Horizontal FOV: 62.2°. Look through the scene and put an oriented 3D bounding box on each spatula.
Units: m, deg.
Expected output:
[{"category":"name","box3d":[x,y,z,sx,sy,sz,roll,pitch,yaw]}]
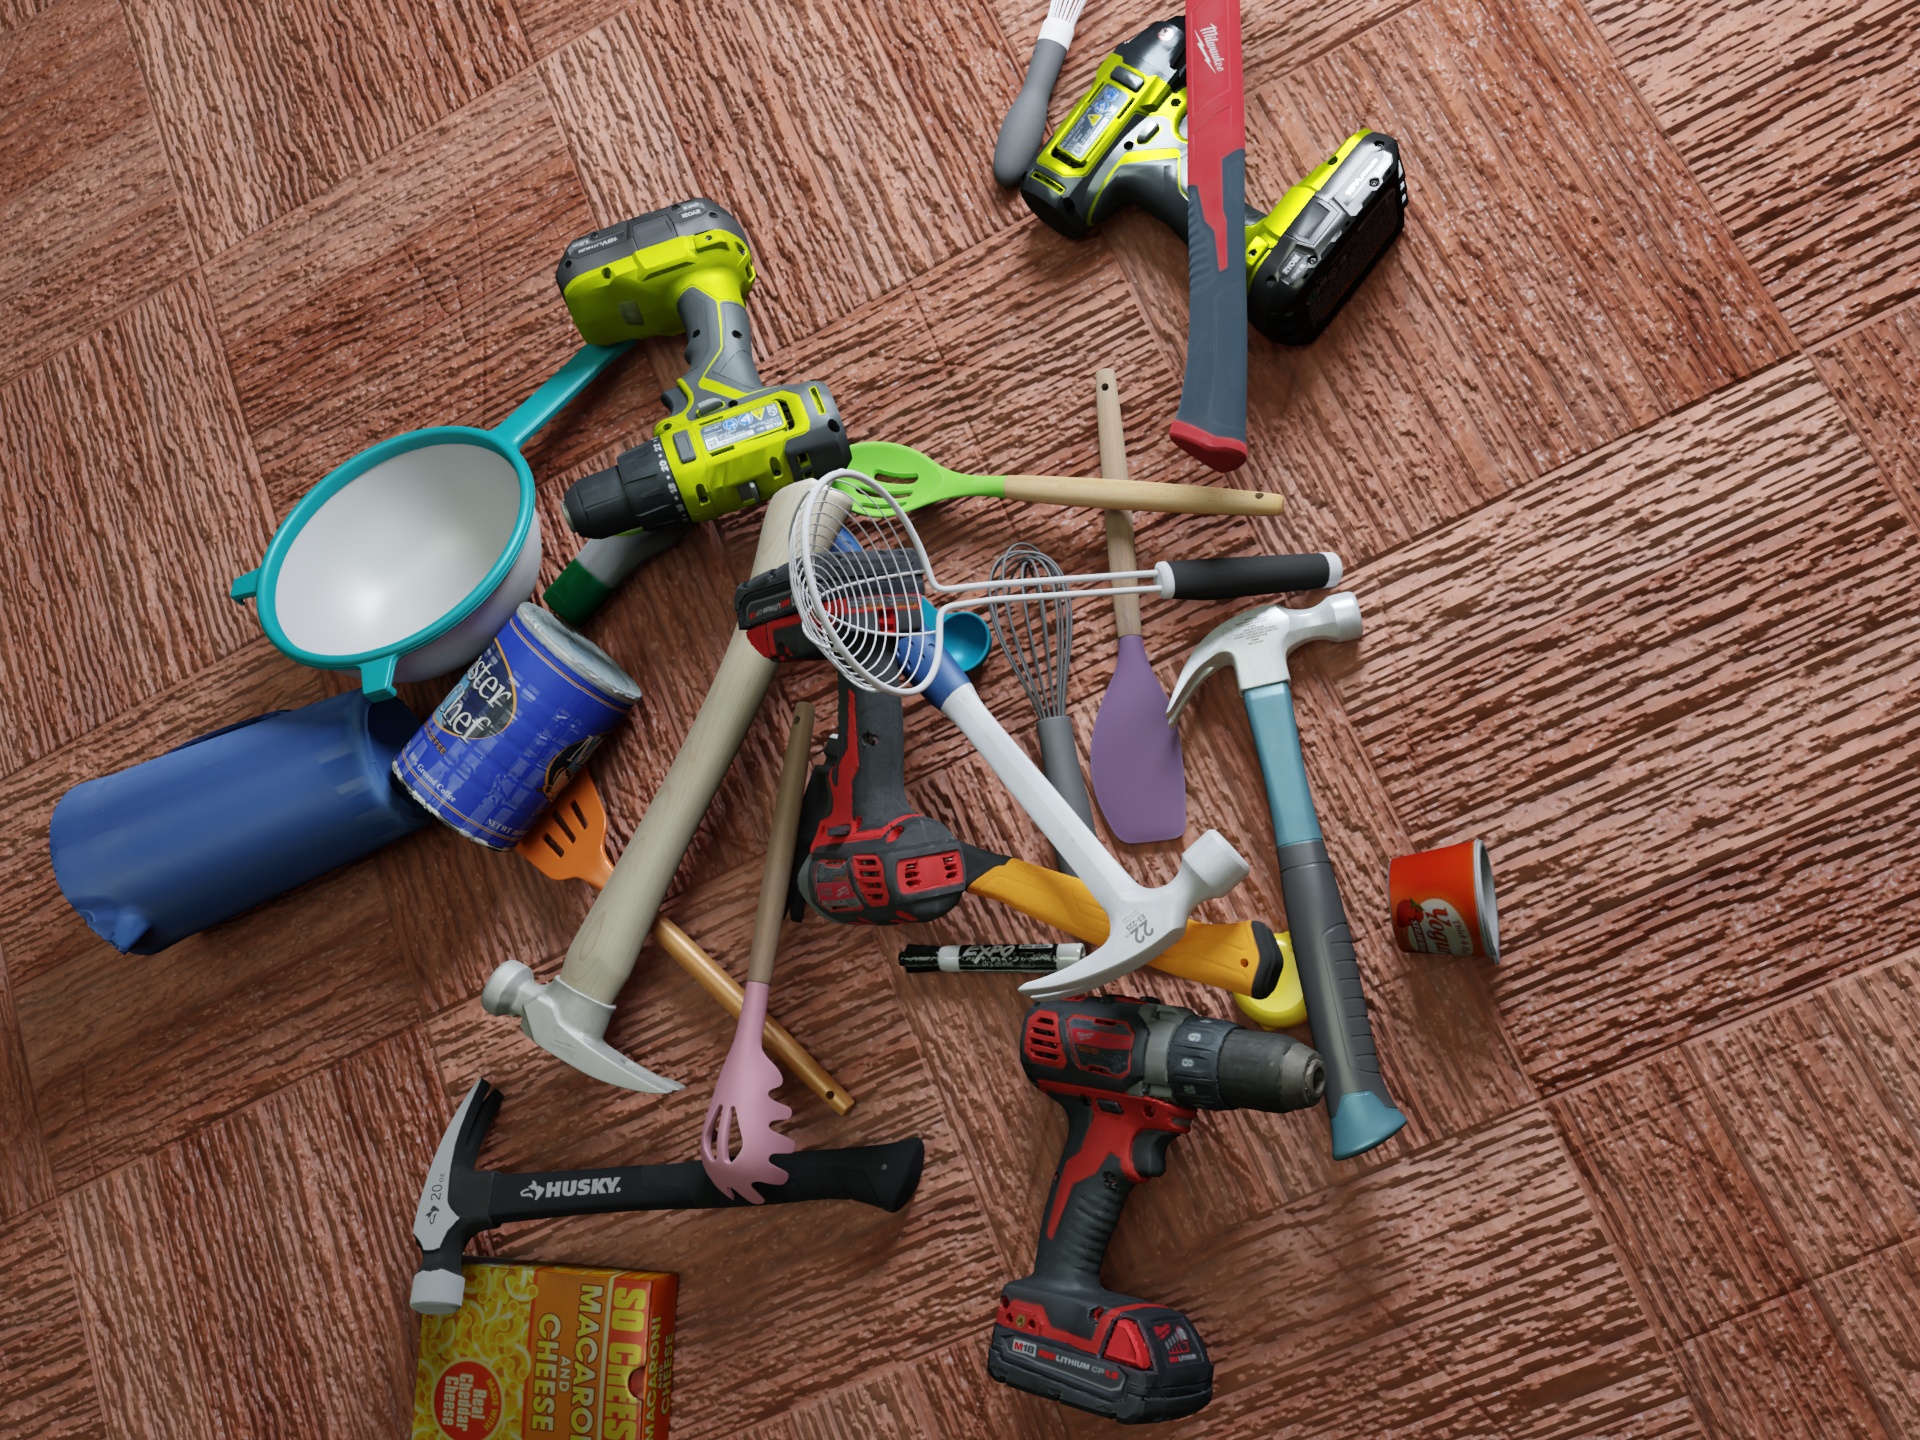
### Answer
[{"category":"spatula","box3d":[-0.187,0.150,1.072,0.323,0.041,0.081,41,92,15]},{"category":"spatula","box3d":[0.105,-0.078,1.030,0.060,0.018,0.316,-7,78,16]}]

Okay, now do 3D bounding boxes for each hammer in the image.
[{"category":"hammer","box3d":[0.171,-0.337,0.970,0.143,0.038,0.386,-4,74,19]},{"category":"hammer","box3d":[0.205,0.087,0.937,0.128,0.033,0.331,-12,69,9]},{"category":"hammer","box3d":[-0.164,0.038,1.037,0.146,0.038,0.410,26,91,14]},{"category":"hammer","box3d":[0.034,0.109,0.974,0.337,0.034,0.127,16,84,30]},{"category":"hammer","box3d":[-0.002,-0.003,0.991,0.144,0.035,0.406,-42,58,4]},{"category":"hammer","box3d":[-0.187,0.294,1.023,0.335,0.035,0.146,-7,57,10]}]

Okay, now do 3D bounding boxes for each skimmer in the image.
[{"category":"skimmer","box3d":[0.074,-0.085,0.904,0.363,0.090,0.127,-5,77,-21]}]

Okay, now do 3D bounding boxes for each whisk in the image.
[{"category":"whisk","box3d":[0.058,0.001,1.015,0.055,0.055,0.239,-13,80,14]},{"category":"whisk","box3d":[0.076,-0.506,1.106,0.070,0.070,0.284,20,91,19]}]

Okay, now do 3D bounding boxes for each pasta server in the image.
[{"category":"pasta server","box3d":[-0.120,0.142,1.011,0.060,0.040,0.316,-1,71,27]}]

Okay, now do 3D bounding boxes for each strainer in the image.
[{"category":"strainer","box3d":[-0.340,-0.148,1.148,0.211,0.095,0.340,28,68,32]}]

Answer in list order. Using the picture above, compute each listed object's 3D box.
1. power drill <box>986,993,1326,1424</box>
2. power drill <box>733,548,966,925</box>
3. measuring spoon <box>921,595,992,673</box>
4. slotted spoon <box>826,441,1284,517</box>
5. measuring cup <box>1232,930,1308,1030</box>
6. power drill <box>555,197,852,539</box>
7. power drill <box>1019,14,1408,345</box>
[{"category":"power drill","box3d":[0.110,0.273,0.906,0.188,0.080,0.227,0,76,38]},{"category":"power drill","box3d":[-0.068,0.015,0.961,0.143,0.078,0.220,-14,84,55]},{"category":"measuring spoon","box3d":[-0.026,-0.073,1.073,0.129,0.021,0.042,39,93,29]},{"category":"slotted spoon","box3d":[0.054,-0.149,1.037,0.314,0.031,0.070,7,53,22]},{"category":"measuring cup","box3d":[0.144,0.144,0.967,0.156,0.029,0.062,14,84,16]},{"category":"power drill","box3d":[-0.197,-0.233,1.085,0.190,0.080,0.229,-20,64,-4]},{"category":"power drill","box3d":[0.171,-0.360,1.036,0.223,0.080,0.171,39,92,23]}]
